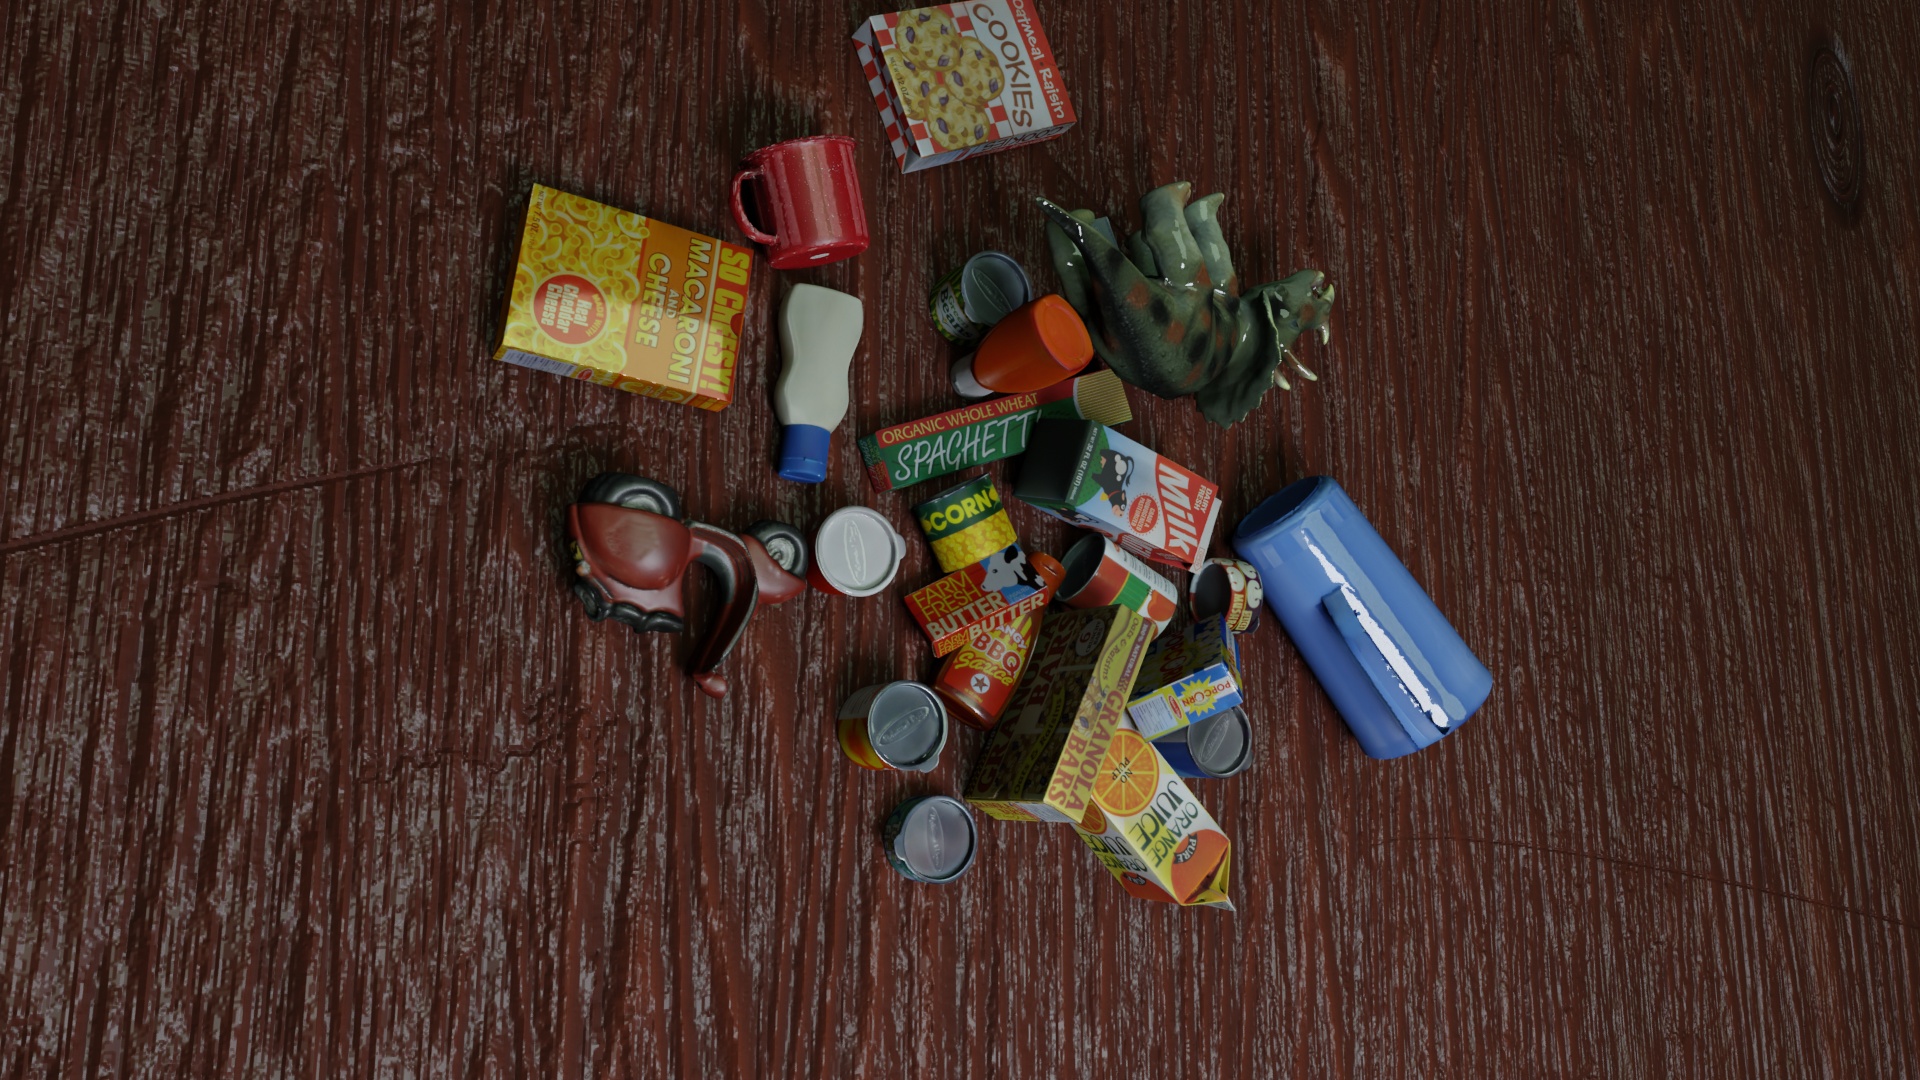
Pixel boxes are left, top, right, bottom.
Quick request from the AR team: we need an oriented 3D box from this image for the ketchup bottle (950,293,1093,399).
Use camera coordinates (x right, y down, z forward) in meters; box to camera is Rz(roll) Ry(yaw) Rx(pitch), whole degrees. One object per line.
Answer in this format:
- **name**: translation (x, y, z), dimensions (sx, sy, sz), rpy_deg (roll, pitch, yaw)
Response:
- **ketchup bottle**: translation (0.041, -0.144, 1.092), dimensions (0.044, 0.148, 0.064), rpy_deg (-38, 101, -28)

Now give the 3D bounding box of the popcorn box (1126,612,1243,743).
- **popcorn box**: translation (0.181, 0.109, 1.125), dimensions (0.038, 0.085, 0.127), rpy_deg (62, 15, -9)

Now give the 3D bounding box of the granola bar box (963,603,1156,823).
- **granola bar box**: translation (0.075, 0.133, 1.075), dimensions (0.039, 0.124, 0.166), rpy_deg (32, 67, -20)

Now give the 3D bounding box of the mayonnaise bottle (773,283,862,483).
- **mayonnaise bottle**: translation (-0.114, -0.119, 1.066), dimensions (0.065, 0.041, 0.148), rpy_deg (12, 77, -25)

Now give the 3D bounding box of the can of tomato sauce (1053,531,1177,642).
- **can of tomato sauce**: translation (0.127, 0.043, 1.154), dimensions (0.083, 0.071, 0.071), rpy_deg (34, 67, -21)

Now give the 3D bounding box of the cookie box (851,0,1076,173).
- **cookie box**: translation (0.006, -0.391, 1.180), dimensions (0.168, 0.040, 0.123), rpy_deg (-22, 92, -30)

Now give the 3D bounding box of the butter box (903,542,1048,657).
- **butter box**: translation (0.012, 0.046, 1.085), dimensions (0.104, 0.024, 0.053), rpy_deg (-26, 54, -14)

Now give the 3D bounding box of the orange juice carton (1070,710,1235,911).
- **orange juice carton**: translation (0.147, 0.229, 1.127), dimensions (0.073, 0.071, 0.192), rpy_deg (-45, 103, -26)

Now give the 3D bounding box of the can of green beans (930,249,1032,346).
- **can of green beans**: translation (0.016, -0.198, 1.140), dimensions (0.071, 0.057, 0.071), rpy_deg (5, 79, -28)

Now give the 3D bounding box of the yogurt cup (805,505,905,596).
- **yogurt cup**: translation (-0.087, 0.011, 1.049), dimensions (0.072, 0.054, 0.072), rpy_deg (5, 79, -28)

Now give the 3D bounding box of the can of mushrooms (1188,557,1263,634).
- **can of mushrooms**: translation (0.231, 0.050, 1.207), dimensions (0.033, 0.071, 0.071), rpy_deg (5, 79, -27)

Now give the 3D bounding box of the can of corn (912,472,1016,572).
- **can of corn**: translation (0.004, -0.014, 1.094), dimensions (0.071, 0.071, 0.058), rpy_deg (-27, 96, -29)

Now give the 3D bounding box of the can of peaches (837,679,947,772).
- **can of peaches**: translation (-0.051, 0.142, 1.043), dimensions (0.071, 0.058, 0.071), rpy_deg (5, 79, -29)

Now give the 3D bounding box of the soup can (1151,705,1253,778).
- **soup can**: translation (0.192, 0.166, 1.156), dimensions (0.071, 0.083, 0.071), rpy_deg (5, 79, -28)

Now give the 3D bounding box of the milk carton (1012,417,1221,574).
- **milk carton**: translation (0.145, -0.034, 1.158), dimensions (0.190, 0.073, 0.072), rpy_deg (23, 82, -33)

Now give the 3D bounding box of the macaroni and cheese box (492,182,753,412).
- **macaroni and cheese box**: translation (-0.240, -0.172, 1.006), dimensions (0.166, 0.040, 0.124), rpy_deg (12, 76, -26)

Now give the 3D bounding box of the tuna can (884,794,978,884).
- **tuna can**: translation (-0.025, 0.227, 1.056), dimensions (0.071, 0.032, 0.071), rpy_deg (5, 78, -28)

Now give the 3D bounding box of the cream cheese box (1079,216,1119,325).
- **cream cheese box**: translation (0.122, -0.230, 1.223), dimensions (0.053, 0.024, 0.103), rpy_deg (-23, 92, -29)

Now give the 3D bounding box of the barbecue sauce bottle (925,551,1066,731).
- **barbecue sauce bottle**: translation (0.034, 0.076, 1.109), dimensions (0.065, 0.043, 0.149), rpy_deg (37, 65, -7)

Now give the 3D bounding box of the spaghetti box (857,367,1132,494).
- **spaghetti box**: translation (0.034, -0.093, 1.148), dimensions (0.251, 0.028, 0.050), rpy_deg (-18, 90, -30)
